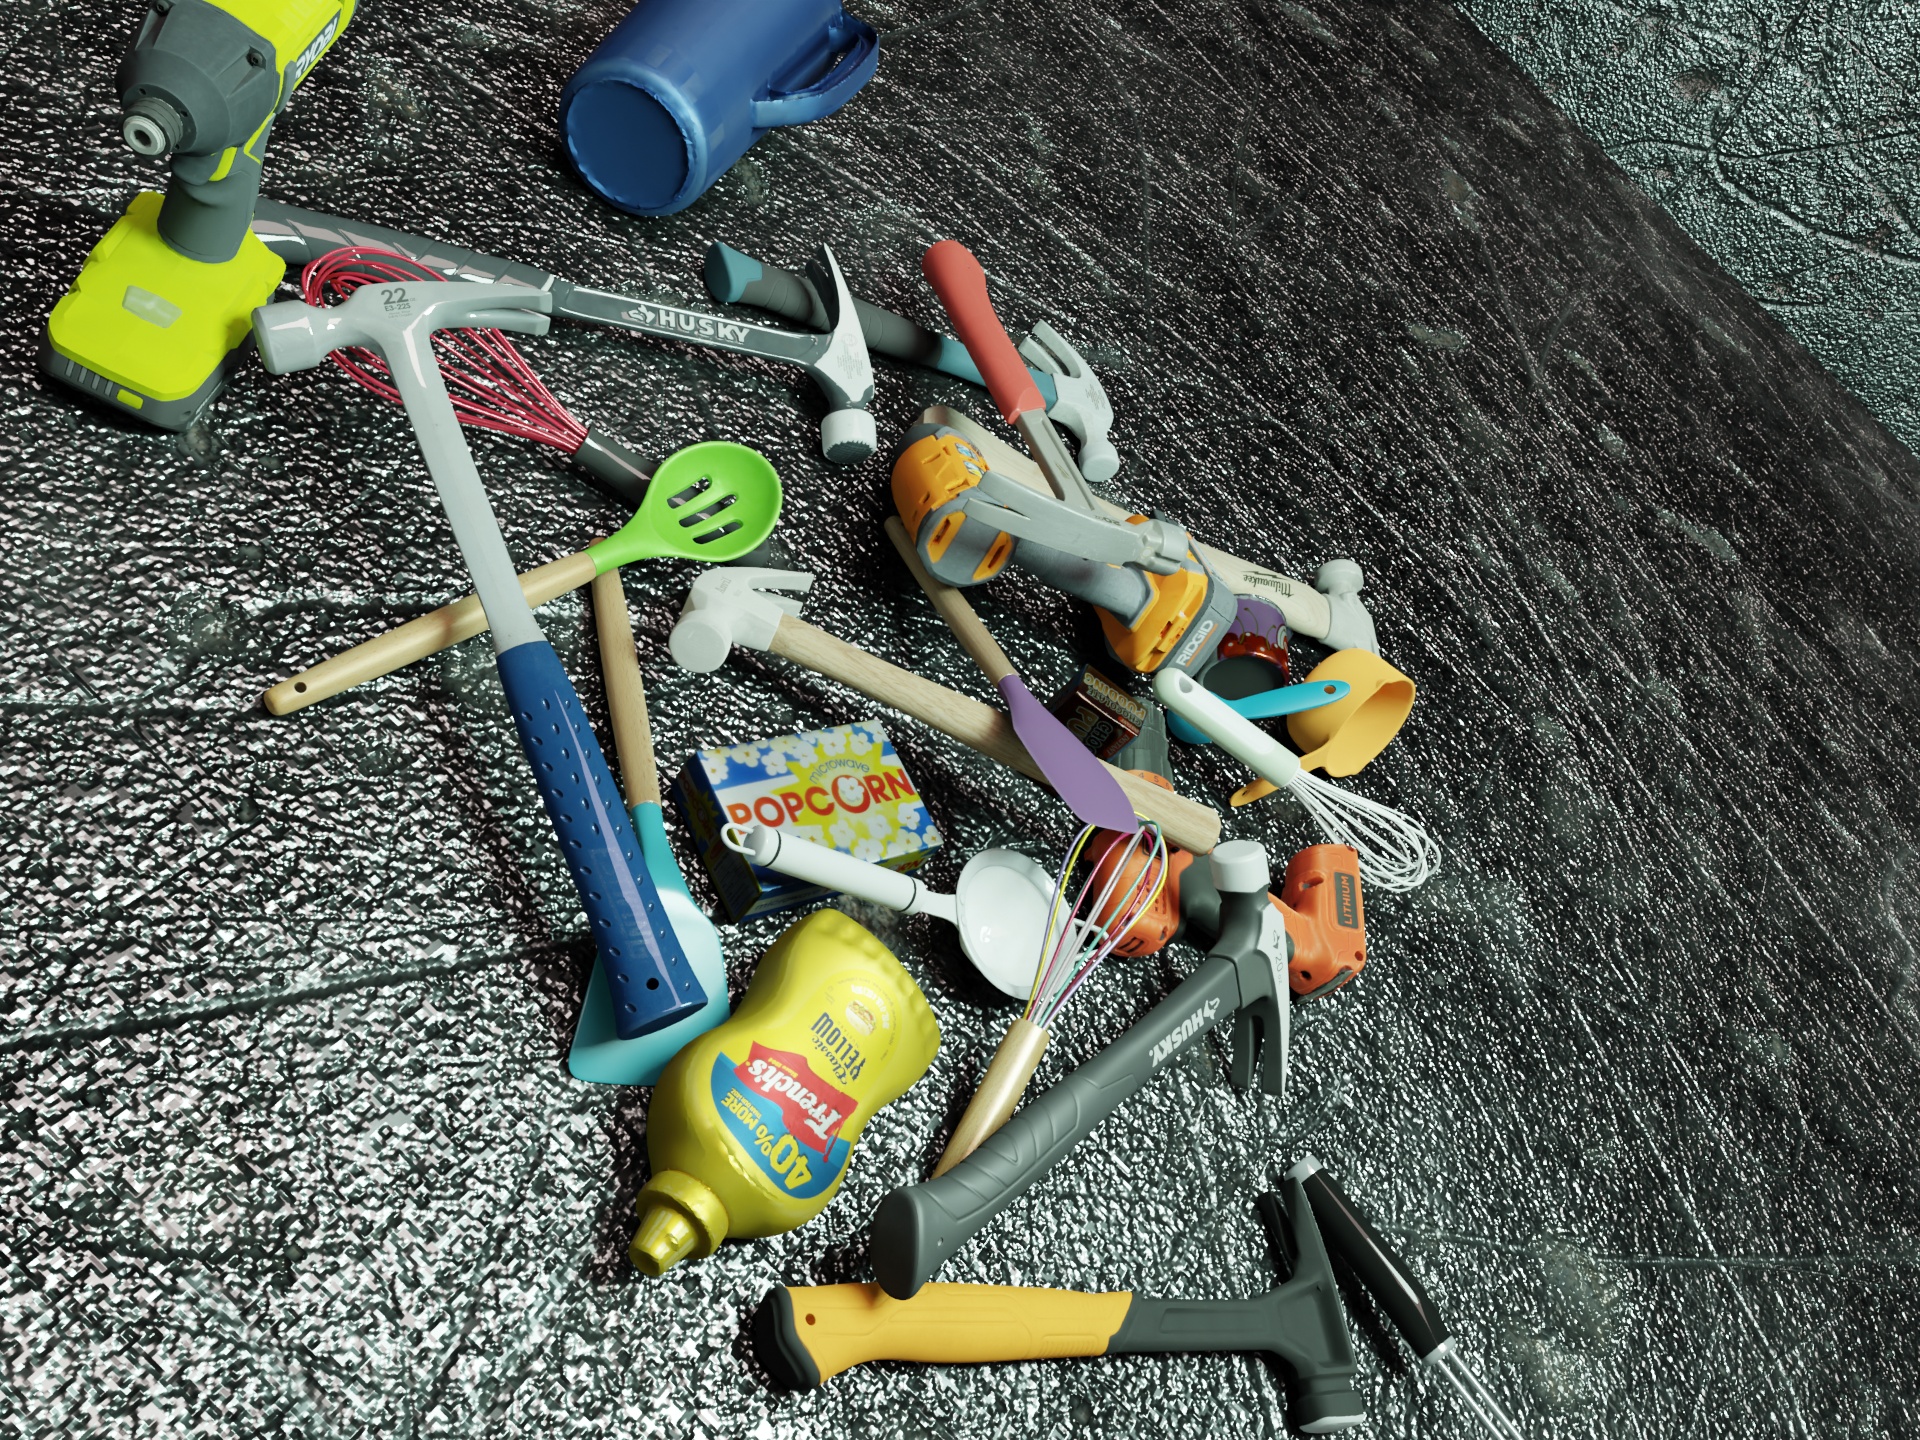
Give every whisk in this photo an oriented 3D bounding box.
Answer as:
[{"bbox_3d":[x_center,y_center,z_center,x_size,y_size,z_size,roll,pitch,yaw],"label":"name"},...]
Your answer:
[{"bbox_3d":[0.050,0.146,0.834,0.047,0.051,0.245,50,56,-30],"label":"whisk"},{"bbox_3d":[0.223,0.039,1.057,0.246,0.059,0.058,35,50,-16],"label":"whisk"},{"bbox_3d":[-0.232,-0.167,0.900,0.295,0.073,0.073,32,43,-23],"label":"whisk"}]

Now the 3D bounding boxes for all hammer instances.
[{"bbox_3d":[-0.029,-0.272,1.154,0.330,0.033,0.128,14,51,-29],"label":"hammer"},{"bbox_3d":[0.025,-0.222,1.040,0.149,0.036,0.360,14,35,-30],"label":"hammer"},{"bbox_3d":[-0.208,-0.045,0.765,0.144,0.035,0.406,-18,73,-24],"label":"hammer"},{"bbox_3d":[0.144,-0.122,1.168,0.410,0.038,0.146,21,48,-23],"label":"hammer"},{"bbox_3d":[-0.237,-0.261,0.968,0.408,0.036,0.149,6,69,-31],"label":"hammer"},{"bbox_3d":[-0.001,-0.003,0.908,0.331,0.031,0.130,25,23,-9],"label":"hammer"},{"bbox_3d":[0.056,0.285,0.775,0.336,0.034,0.127,12,52,-31],"label":"hammer"},{"bbox_3d":[0.075,0.189,0.811,0.335,0.035,0.146,-27,112,-45],"label":"hammer"}]

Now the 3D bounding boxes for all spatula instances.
[{"bbox_3d":[-0.170,0.031,0.813,0.082,0.044,0.318,8,49,-32],"label":"spatula"},{"bbox_3d":[0.019,-0.036,0.935,0.059,0.018,0.316,13,29,-37],"label":"spatula"}]

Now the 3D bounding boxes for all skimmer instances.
[{"bbox_3d":[0.283,0.407,0.859,0.127,0.090,0.364,-15,58,-41],"label":"skimmer"}]

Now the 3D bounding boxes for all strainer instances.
[{"bbox_3d":[-0.023,0.093,0.832,0.258,0.050,0.087,24,51,-40],"label":"strainer"}]

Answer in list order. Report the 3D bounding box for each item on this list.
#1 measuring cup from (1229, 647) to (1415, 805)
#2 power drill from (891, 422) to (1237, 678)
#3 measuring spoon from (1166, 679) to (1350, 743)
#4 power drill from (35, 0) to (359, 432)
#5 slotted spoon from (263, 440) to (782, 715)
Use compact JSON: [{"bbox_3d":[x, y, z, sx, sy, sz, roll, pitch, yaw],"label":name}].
[{"bbox_3d":[0.242,0.008,1.123,0.173,0.095,0.052,-26,52,-24],"label":"measuring cup"},{"bbox_3d":[0.057,-0.121,1.045,0.226,0.084,0.164,21,26,-27],"label":"power drill"},{"bbox_3d":[0.204,-0.015,1.086,0.128,0.021,0.042,-11,56,-1],"label":"measuring spoon"},{"bbox_3d":[-0.357,-0.248,0.738,0.080,0.223,0.171,26,45,-19],"label":"power drill"},{"bbox_3d":[-0.217,-0.074,0.833,0.314,0.031,0.070,-33,89,-39],"label":"slotted spoon"}]
